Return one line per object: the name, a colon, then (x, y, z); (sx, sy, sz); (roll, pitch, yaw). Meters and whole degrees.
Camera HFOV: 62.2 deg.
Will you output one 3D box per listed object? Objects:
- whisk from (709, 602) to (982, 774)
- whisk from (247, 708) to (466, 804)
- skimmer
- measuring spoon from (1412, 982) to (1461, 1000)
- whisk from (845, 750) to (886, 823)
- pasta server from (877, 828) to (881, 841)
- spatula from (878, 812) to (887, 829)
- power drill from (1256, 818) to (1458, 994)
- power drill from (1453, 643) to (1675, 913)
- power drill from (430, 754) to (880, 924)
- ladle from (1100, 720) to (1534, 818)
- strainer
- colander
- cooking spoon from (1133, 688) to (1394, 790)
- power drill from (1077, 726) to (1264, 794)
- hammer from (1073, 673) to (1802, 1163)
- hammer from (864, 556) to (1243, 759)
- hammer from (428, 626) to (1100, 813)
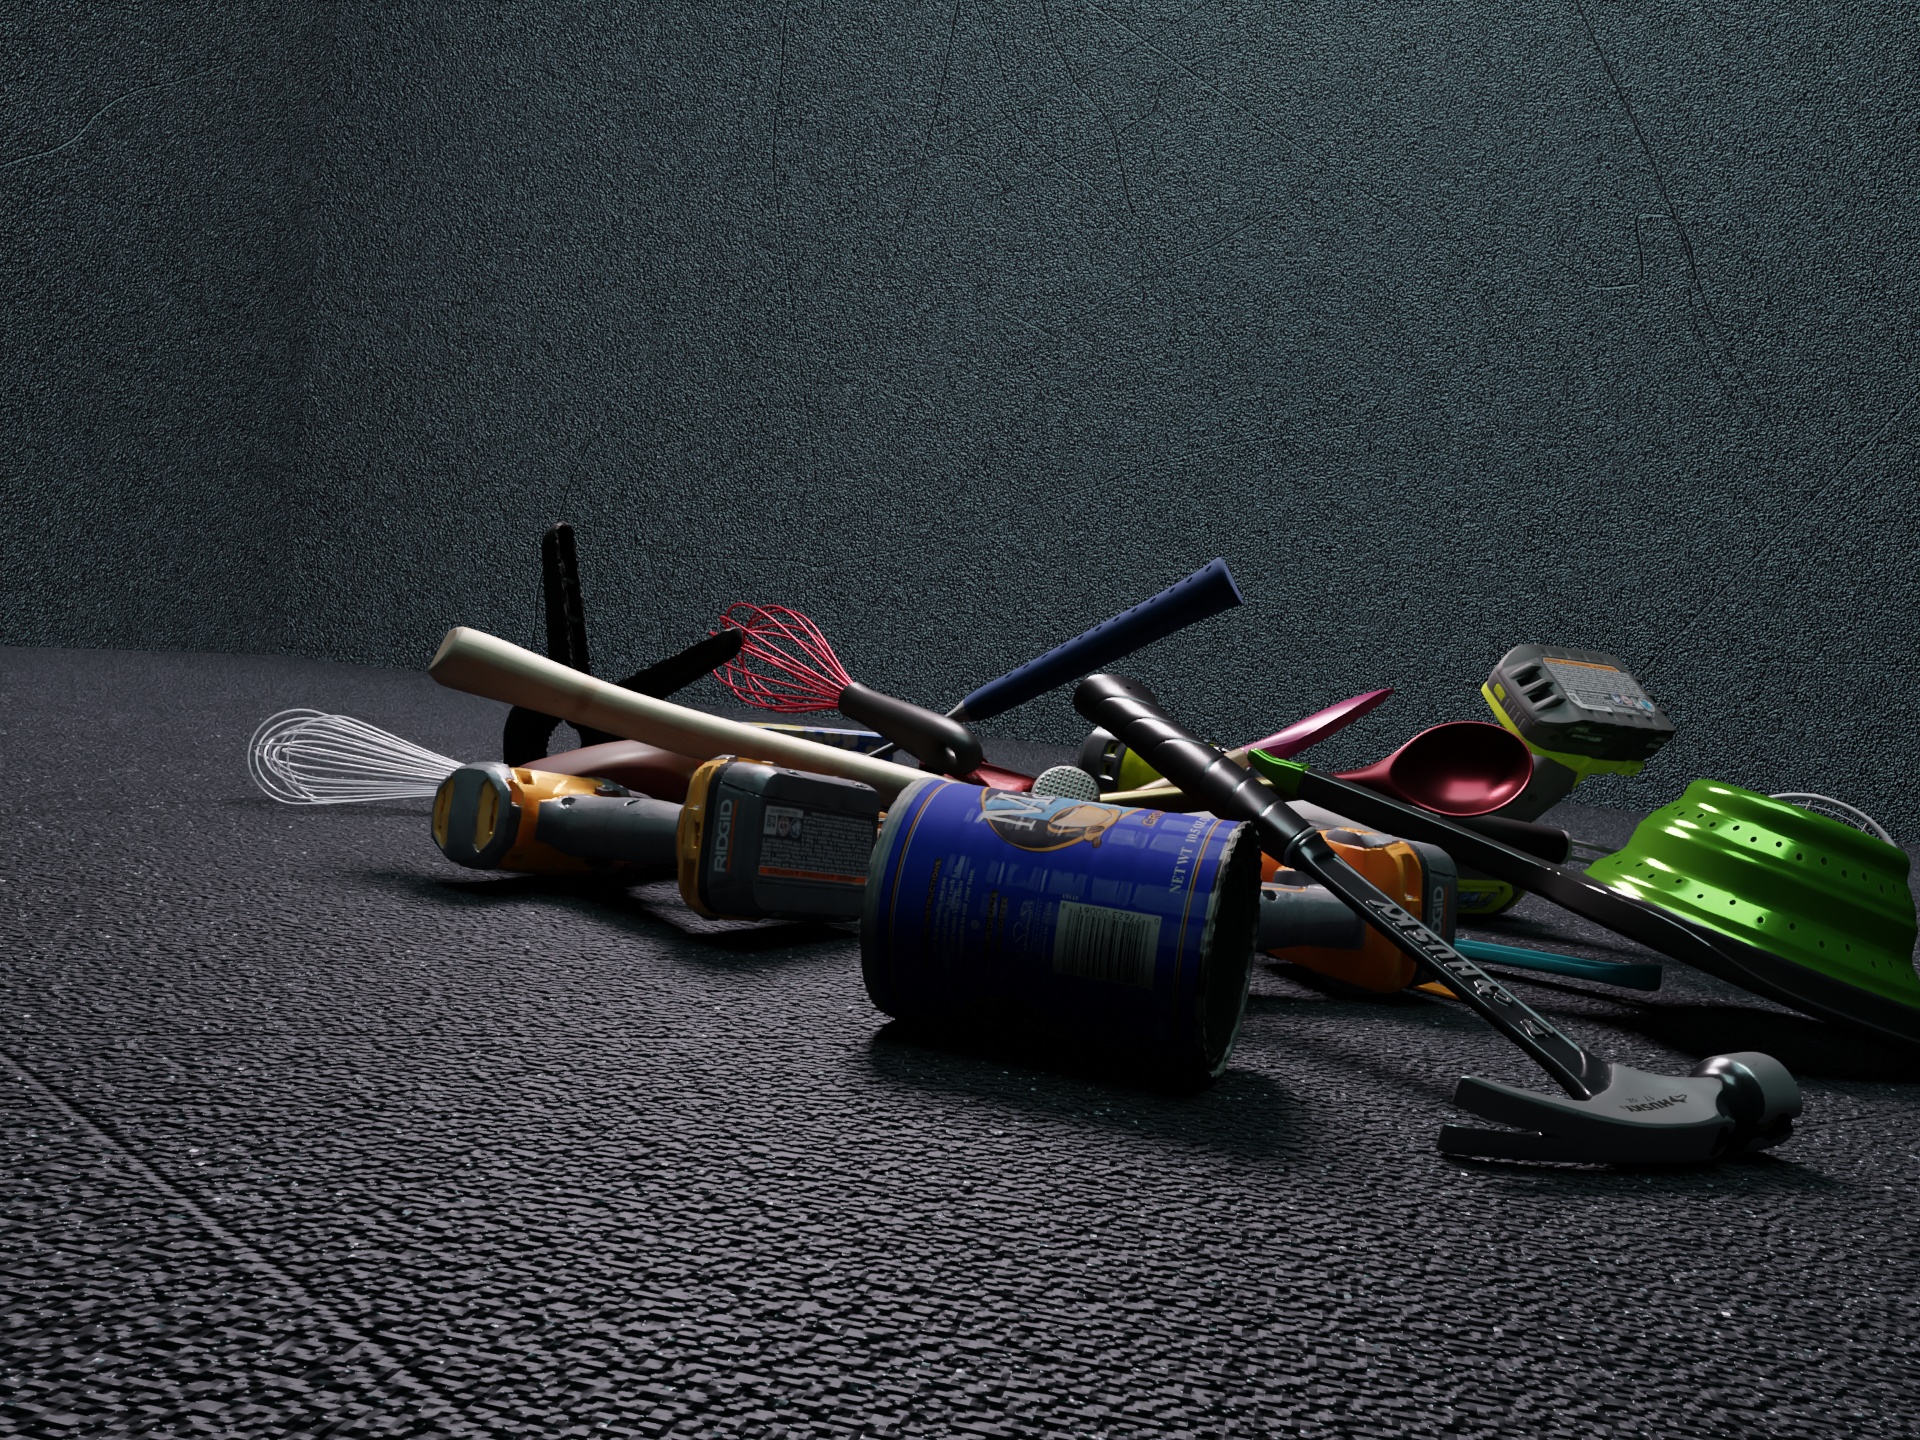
whisk: (-0.080, -0.019, 1.024); (0.073, 0.073, 0.296); (4, 14, -39)
whisk: (-0.371, 0.045, 1.170); (0.284, 0.070, 0.070); (11, 1, -20)
skimmer: (0.474, 0.088, 1.074); (0.363, 0.127, 0.090); (12, -22, -21)
measuring spoon: (0.253, 0.141, 0.872); (0.021, 0.011, 0.117); (4, 3, -34)
whisk: (-0.005, 0.067, 1.216); (0.239, 0.055, 0.055); (12, 1, -14)
pasta server: (-0.186, 0.069, 1.180); (0.316, 0.040, 0.060); (6, -5, -18)
spatula: (-0.015, 0.076, 1.266); (0.322, 0.041, 0.081); (8, -5, -19)
power drill: (0.127, 0.097, 0.833); (0.226, 0.084, 0.164); (0, 5, -30)
power drill: (0.369, 0.055, 1.127); (0.190, 0.228, 0.080); (5, 44, -30)
power drill: (-0.154, 0.066, 0.896); (0.226, 0.084, 0.185); (2, -7, 32)
ladle: (0.192, 0.043, 0.967); (0.315, 0.069, 0.031); (-5, -37, -6)
strainer: (0.261, 0.095, 0.994); (0.340, 0.095, 0.211); (6, 2, 38)
colander: (0.355, 0.061, 0.868); (0.397, 0.094, 0.204); (23, 5, 20)
cooking spoon: (0.169, 0.034, 1.063); (0.319, 0.017, 0.068); (-21, -17, -27)
power drill: (0.218, 0.065, 1.226); (0.171, 0.080, 0.223); (10, -8, 41)
hammer: (0.161, 0.068, 0.721); (0.149, 0.036, 0.409); (1, 23, -28)
hammer: (-0.002, -0.003, 1.068); (0.405, 0.035, 0.144); (-26, -7, 15)
hammer: (-0.120, 0.023, 0.945); (0.410, 0.038, 0.146); (16, -26, 9)
